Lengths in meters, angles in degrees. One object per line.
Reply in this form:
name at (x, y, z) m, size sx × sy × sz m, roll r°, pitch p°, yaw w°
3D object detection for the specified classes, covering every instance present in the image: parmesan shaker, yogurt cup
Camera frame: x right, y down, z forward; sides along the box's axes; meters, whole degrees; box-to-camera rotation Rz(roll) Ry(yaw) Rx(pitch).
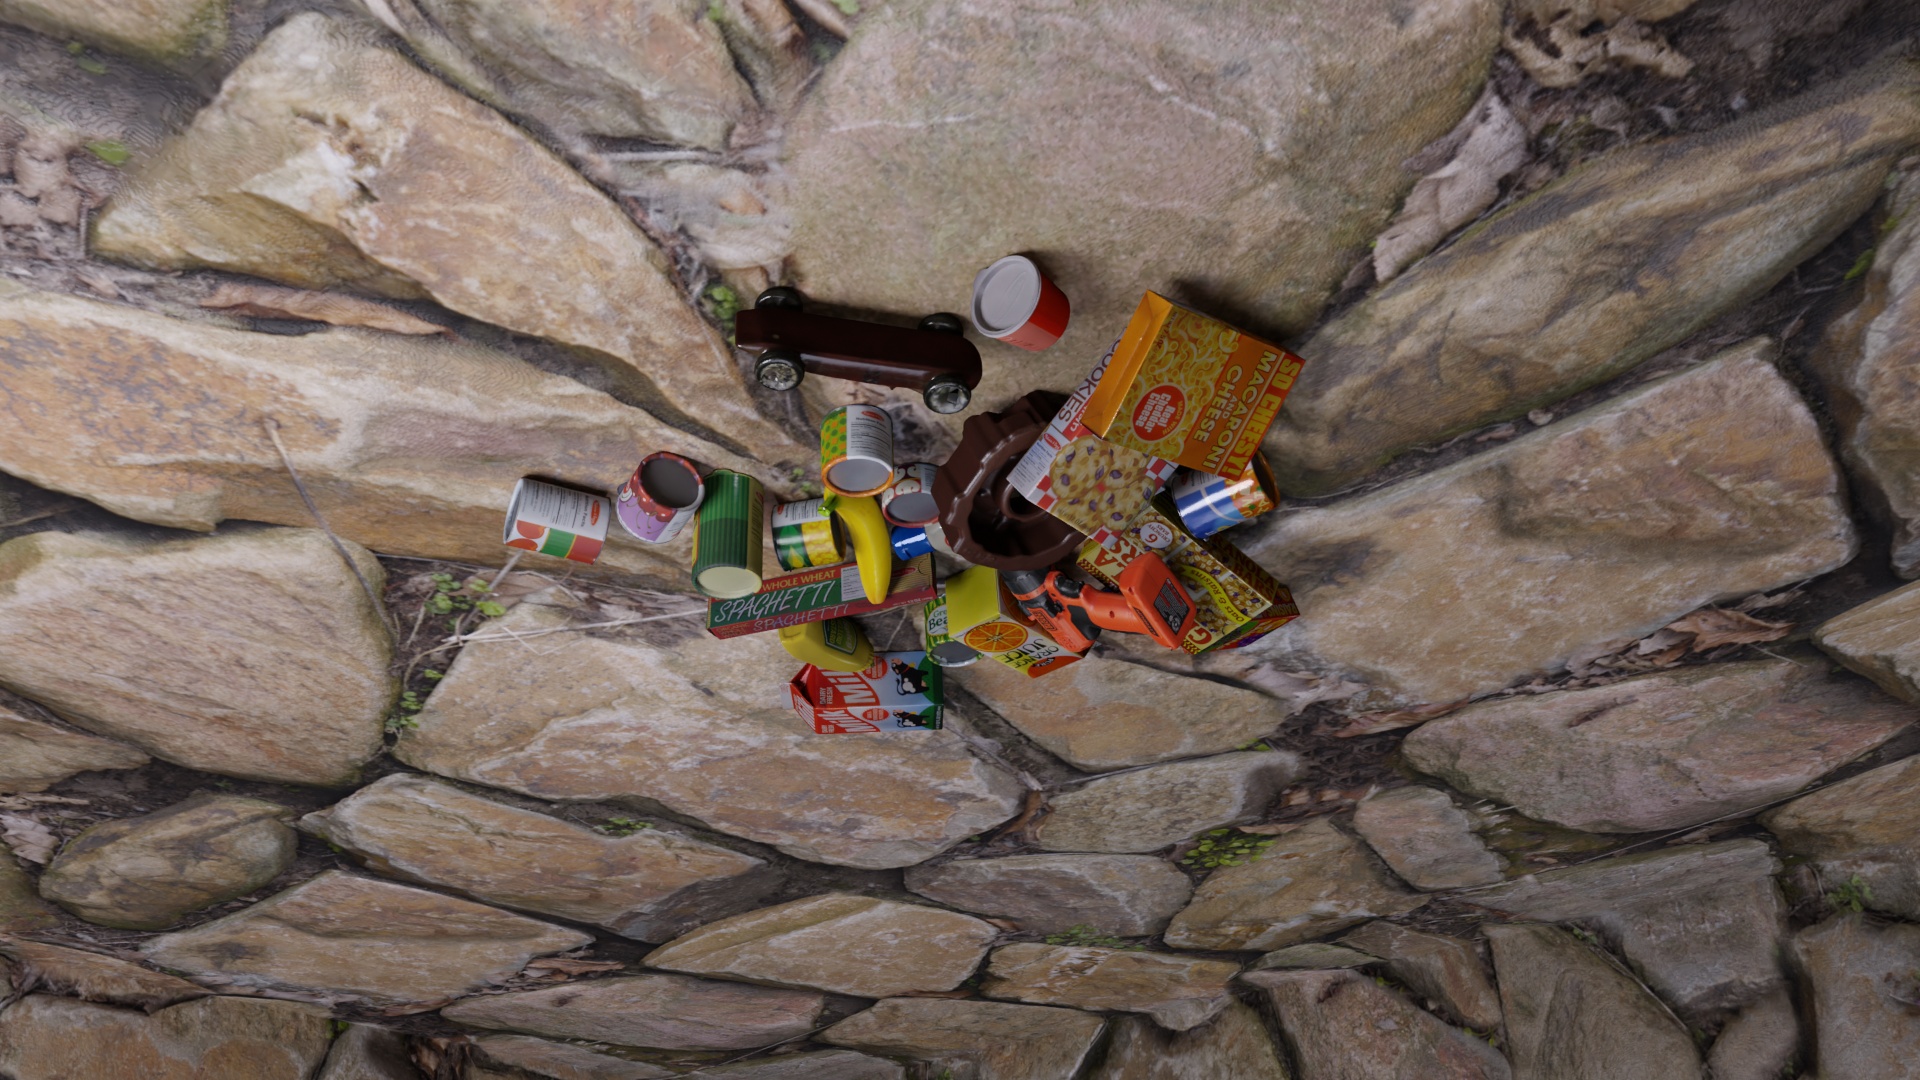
parmesan shaker at (-0.219, -0.005, 1.307) m, size 0.071 × 0.103 × 0.071 m, roll -3°, pitch 147°, yaw -2°
yogurt cup at (0.050, -0.184, 1.100) m, size 0.072 × 0.072 × 0.054 m, roll -27°, pitch 149°, yaw 31°

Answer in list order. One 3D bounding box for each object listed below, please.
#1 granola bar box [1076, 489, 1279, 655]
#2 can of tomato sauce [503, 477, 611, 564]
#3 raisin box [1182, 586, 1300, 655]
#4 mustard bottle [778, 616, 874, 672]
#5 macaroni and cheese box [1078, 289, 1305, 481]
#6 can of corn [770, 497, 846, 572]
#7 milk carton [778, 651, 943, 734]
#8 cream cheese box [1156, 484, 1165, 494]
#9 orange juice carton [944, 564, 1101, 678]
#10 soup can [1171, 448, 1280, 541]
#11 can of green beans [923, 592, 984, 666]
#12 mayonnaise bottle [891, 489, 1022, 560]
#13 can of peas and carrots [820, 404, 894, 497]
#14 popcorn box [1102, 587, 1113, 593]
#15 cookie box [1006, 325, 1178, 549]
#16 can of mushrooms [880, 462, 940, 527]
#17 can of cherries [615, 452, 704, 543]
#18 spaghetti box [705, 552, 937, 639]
granola bar box at (0.220, 0.033, 1.416) m, size 0.165 × 0.039 × 0.123 m, roll 38°, pitch 135°, yaw -10°
can of tomato sauce at (-0.379, -0.017, 1.303) m, size 0.083 × 0.071 × 0.071 m, roll 15°, pitch 143°, yaw -26°
raisin box at (0.306, 0.088, 1.538) m, size 0.123 × 0.040 × 0.085 m, roll -1°, pitch 152°, yaw -46°
mustard bottle at (-0.138, 0.113, 1.543) m, size 0.048 × 0.065 × 0.160 m, roll -16°, pitch 152°, yaw 27°
macaroni and cheese box at (0.196, -0.127, 1.163) m, size 0.166 × 0.040 × 0.123 m, roll 13°, pitch 112°, yaw -37°
can of corn at (-0.146, -0.005, 1.349) m, size 0.058 × 0.071 × 0.071 m, roll -9°, pitch 147°, yaw 7°
milk carton at (-0.116, 0.180, 1.635) m, size 0.191 × 0.074 × 0.072 m, roll -2°, pitch 147°, yaw -3°
cream cheese box at (0.144, -0.046, 1.361) m, size 0.053 × 0.024 × 0.103 m, roll 24°, pitch 138°, yaw -39°
orange juice carton at (0.072, 0.094, 1.524) m, size 0.071 × 0.073 × 0.192 m, roll -27°, pitch 141°, yaw 31°
soup can at (0.257, -0.044, 1.336) m, size 0.083 × 0.071 × 0.071 m, roll -24°, pitch 142°, yaw 27°
can of green beans at (-0.007, 0.100, 1.539) m, size 0.071 × 0.058 × 0.071 m, roll -3°, pitch 147°, yaw -2°
mayonnaise bottle at (0.005, -0.017, 1.373) m, size 0.148 × 0.041 × 0.064 m, roll -17°, pitch 144°, yaw 18°
can of peas and carrots at (-0.094, -0.078, 1.250) m, size 0.071 × 0.059 × 0.070 m, roll -3°, pitch 147°, yaw -2°
popcorn box at (0.224, 0.054, 1.512) m, size 0.085 × 0.038 × 0.126 m, roll 17°, pitch 141°, yaw -29°
cookie box at (0.137, -0.087, 1.210) m, size 0.123 × 0.040 × 0.167 m, roll 30°, pitch 102°, yaw -42°
can of mushrooms at (-0.045, -0.042, 1.336) m, size 0.071 × 0.033 × 0.070 m, roll -4°, pitch 148°, yaw -2°
can of cherries at (-0.279, -0.041, 1.281) m, size 0.071 × 0.072 × 0.058 m, roll 15°, pitch 142°, yaw -27°
spaghetti box at (-0.147, 0.057, 1.462) m, size 0.250 × 0.050 × 0.028 m, roll -11°, pitch 145°, yaw 11°
